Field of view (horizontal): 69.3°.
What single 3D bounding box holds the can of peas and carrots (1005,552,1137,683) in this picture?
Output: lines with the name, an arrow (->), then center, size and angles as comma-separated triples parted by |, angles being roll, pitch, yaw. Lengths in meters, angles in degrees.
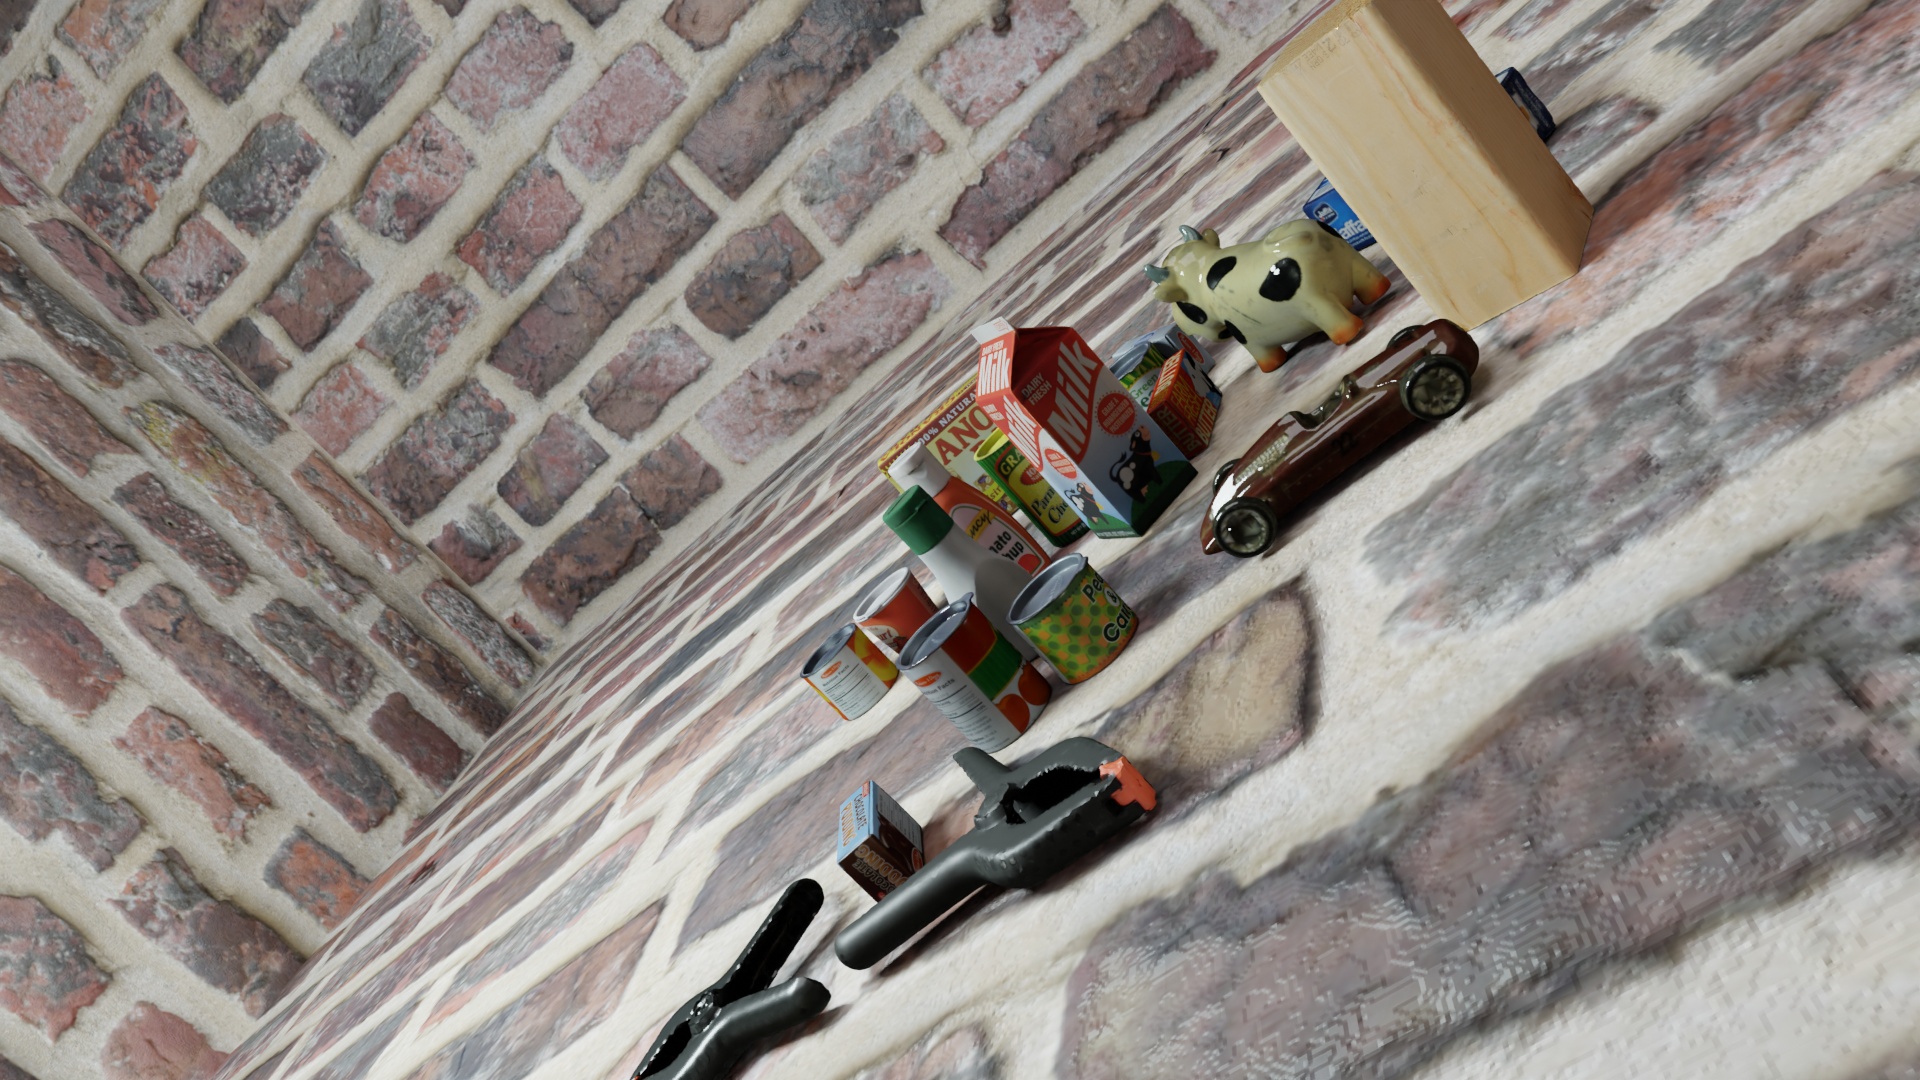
can of peas and carrots -> 0.075, 0.050, 0.907 | 0.071, 0.058, 0.071 | -40, 13, 11

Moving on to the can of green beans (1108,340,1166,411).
can of green beans -> 0.162, -0.135, 1.242 | 0.071, 0.058, 0.071 | -40, 13, 11

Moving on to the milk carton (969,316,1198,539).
milk carton -> 0.082, -0.093, 1.048 | 0.073, 0.190, 0.072 | -47, 13, -16

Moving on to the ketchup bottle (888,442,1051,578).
ketchup bottle -> 0.004, -0.014, 1.122 | 0.065, 0.148, 0.043 | -44, 13, -4

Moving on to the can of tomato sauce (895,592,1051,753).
can of tomato sauce -> 0.010, 0.088, 0.921 | 0.071, 0.083, 0.071 | -41, 13, 11

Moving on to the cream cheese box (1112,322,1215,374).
cream cheese box -> 0.186, -0.167, 1.281 | 0.024, 0.053, 0.103 | -47, 13, -17

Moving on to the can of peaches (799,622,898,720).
can of peaches -> -0.096, 0.114, 1.214 | 0.071, 0.058, 0.071 | -40, 13, 11

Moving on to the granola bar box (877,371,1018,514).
granola bar box -> 0.021, -0.084, 1.350 | 0.165, 0.124, 0.039 | -41, 13, 8

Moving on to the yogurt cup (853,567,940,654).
yogurt cup -> -0.054, 0.066, 1.253 | 0.072, 0.054, 0.072 | -40, 13, 11

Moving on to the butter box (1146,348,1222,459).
butter box -> 0.181, -0.110, 1.118 | 0.024, 0.053, 0.104 | -35, 15, 33

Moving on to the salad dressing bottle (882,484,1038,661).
salad dressing bottle -> 0.007, 0.024, 0.994 | 0.064, 0.147, 0.044 | -50, 14, -29

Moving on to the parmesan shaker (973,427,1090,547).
parmesan shaker -> 0.071, -0.054, 1.152 | 0.071, 0.103, 0.071 | -41, 13, 11

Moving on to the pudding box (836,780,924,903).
pudding box -> -0.049, 0.187, 0.856 | 0.030, 0.049, 0.084 | -42, 13, 6
